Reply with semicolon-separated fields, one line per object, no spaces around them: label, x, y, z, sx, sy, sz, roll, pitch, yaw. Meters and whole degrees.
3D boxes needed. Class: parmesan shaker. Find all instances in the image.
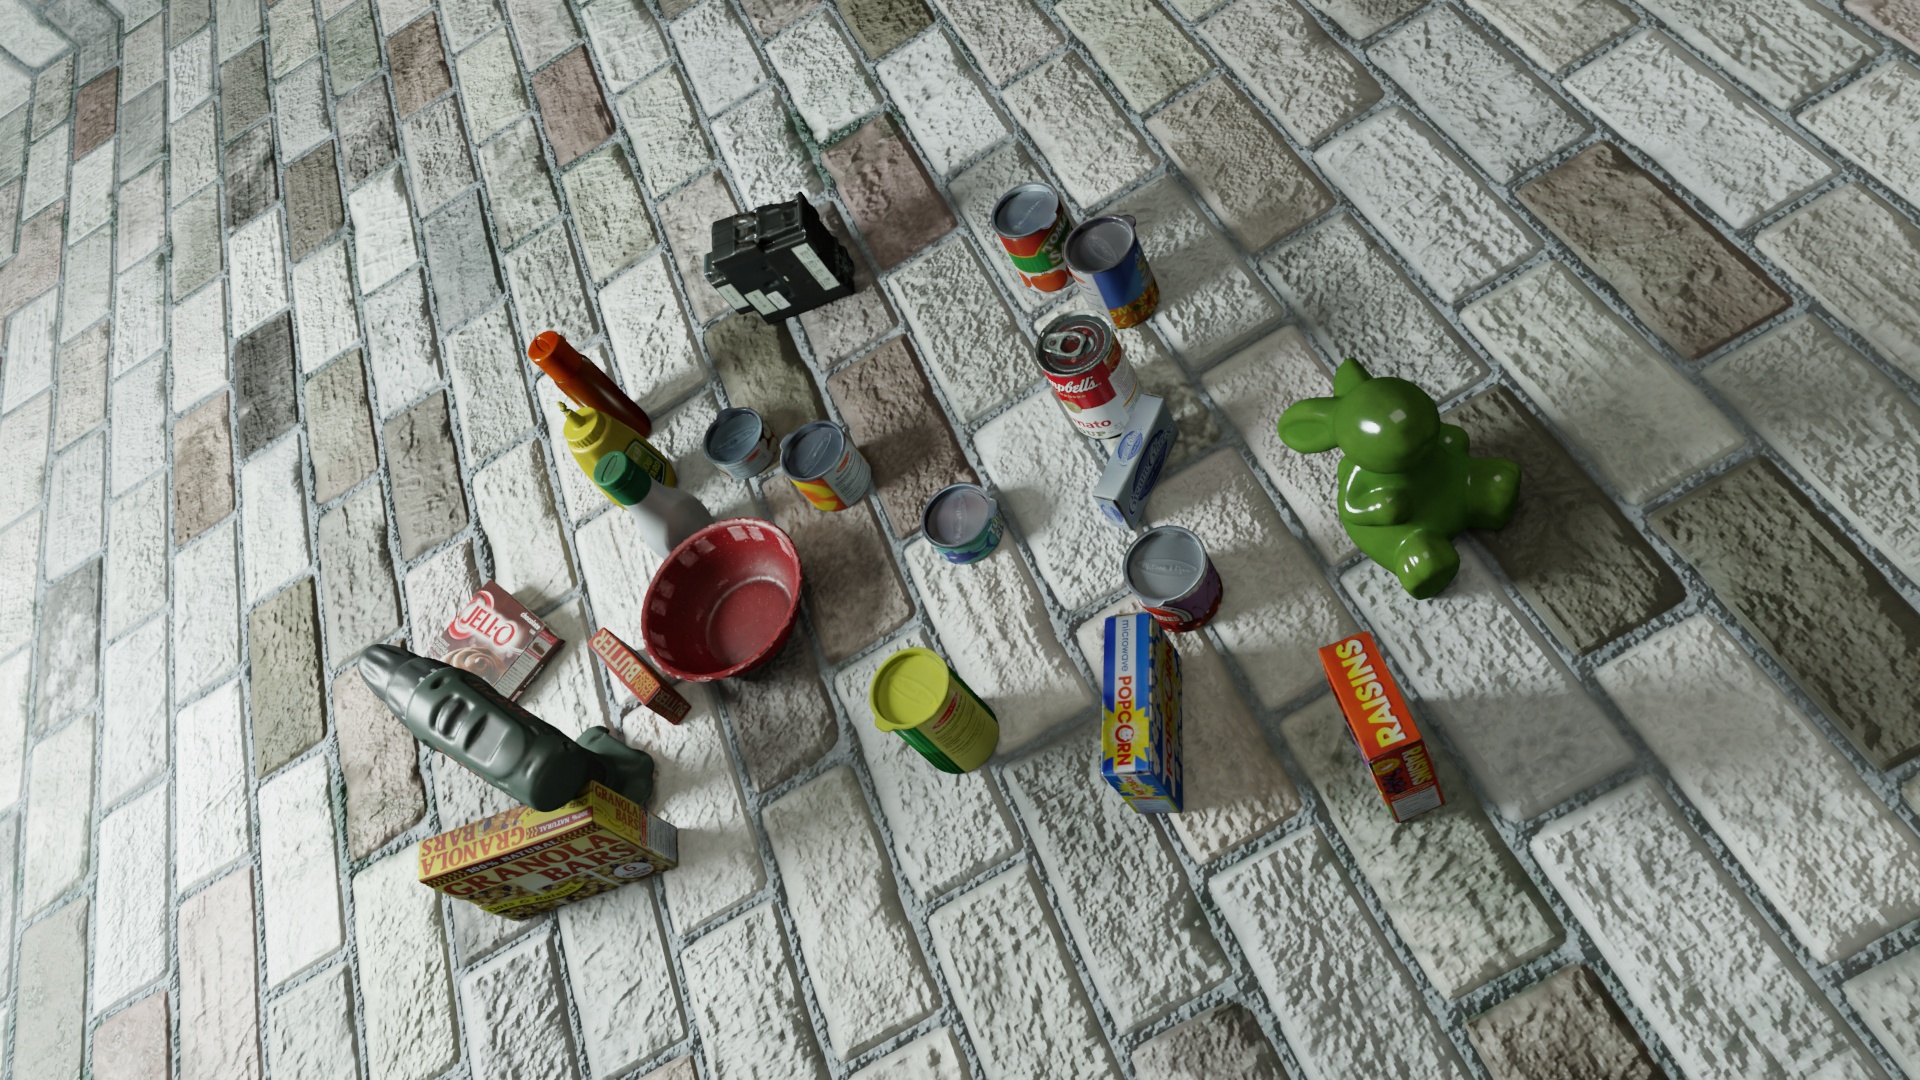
parmesan shaker;-0.021;0.136;1.075;0.071;0.102;0.071;-12;57;19

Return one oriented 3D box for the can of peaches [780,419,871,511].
can of peaches;-0.125;-0.069;1.278;0.071;0.058;0.071;-12;57;19

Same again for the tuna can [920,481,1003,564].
tuna can;0.004;-0.015;1.200;0.071;0.032;0.071;-12;57;19

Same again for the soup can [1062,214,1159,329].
soup can;0.138;-0.241;1.242;0.071;0.083;0.071;-12;57;19

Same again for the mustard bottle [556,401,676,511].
mustard bottle;-0.333;-0.083;1.321;0.049;0.159;0.065;11;67;31

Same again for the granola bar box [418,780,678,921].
granola bar box;-0.335;0.257;1.136;0.165;0.124;0.039;-21;54;13

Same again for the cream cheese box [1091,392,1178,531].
cream cheese box;0.147;-0.065;1.150;0.024;0.053;0.104;15;69;32

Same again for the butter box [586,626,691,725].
butter box;-0.287;0.121;1.242;0.024;0.053;0.104;-48;53;-8

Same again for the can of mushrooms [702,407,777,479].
can of mushrooms;-0.215;-0.096;1.353;0.071;0.033;0.071;-12;57;19

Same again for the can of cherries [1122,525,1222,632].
can of cherries;0.164;0.033;1.079;0.071;0.058;0.072;-12;57;19

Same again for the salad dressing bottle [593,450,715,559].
salad dressing bottle;-0.278;-0.029;1.270;0.044;0.147;0.064;9;66;30

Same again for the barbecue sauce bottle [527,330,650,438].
barbecue sauce bottle;-0.372;-0.153;1.390;0.044;0.148;0.065;-46;53;-5

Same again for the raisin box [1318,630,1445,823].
raisin box;0.281;0.125;0.926;0.040;0.123;0.086;-24;54;11

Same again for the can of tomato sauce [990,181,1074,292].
can of tomato sauce;0.075;-0.282;1.298;0.071;0.083;0.071;-12;57;19

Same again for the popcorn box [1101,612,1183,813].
popcorn box;0.134;0.127;1.018;0.038;0.085;0.127;-8;58;21
